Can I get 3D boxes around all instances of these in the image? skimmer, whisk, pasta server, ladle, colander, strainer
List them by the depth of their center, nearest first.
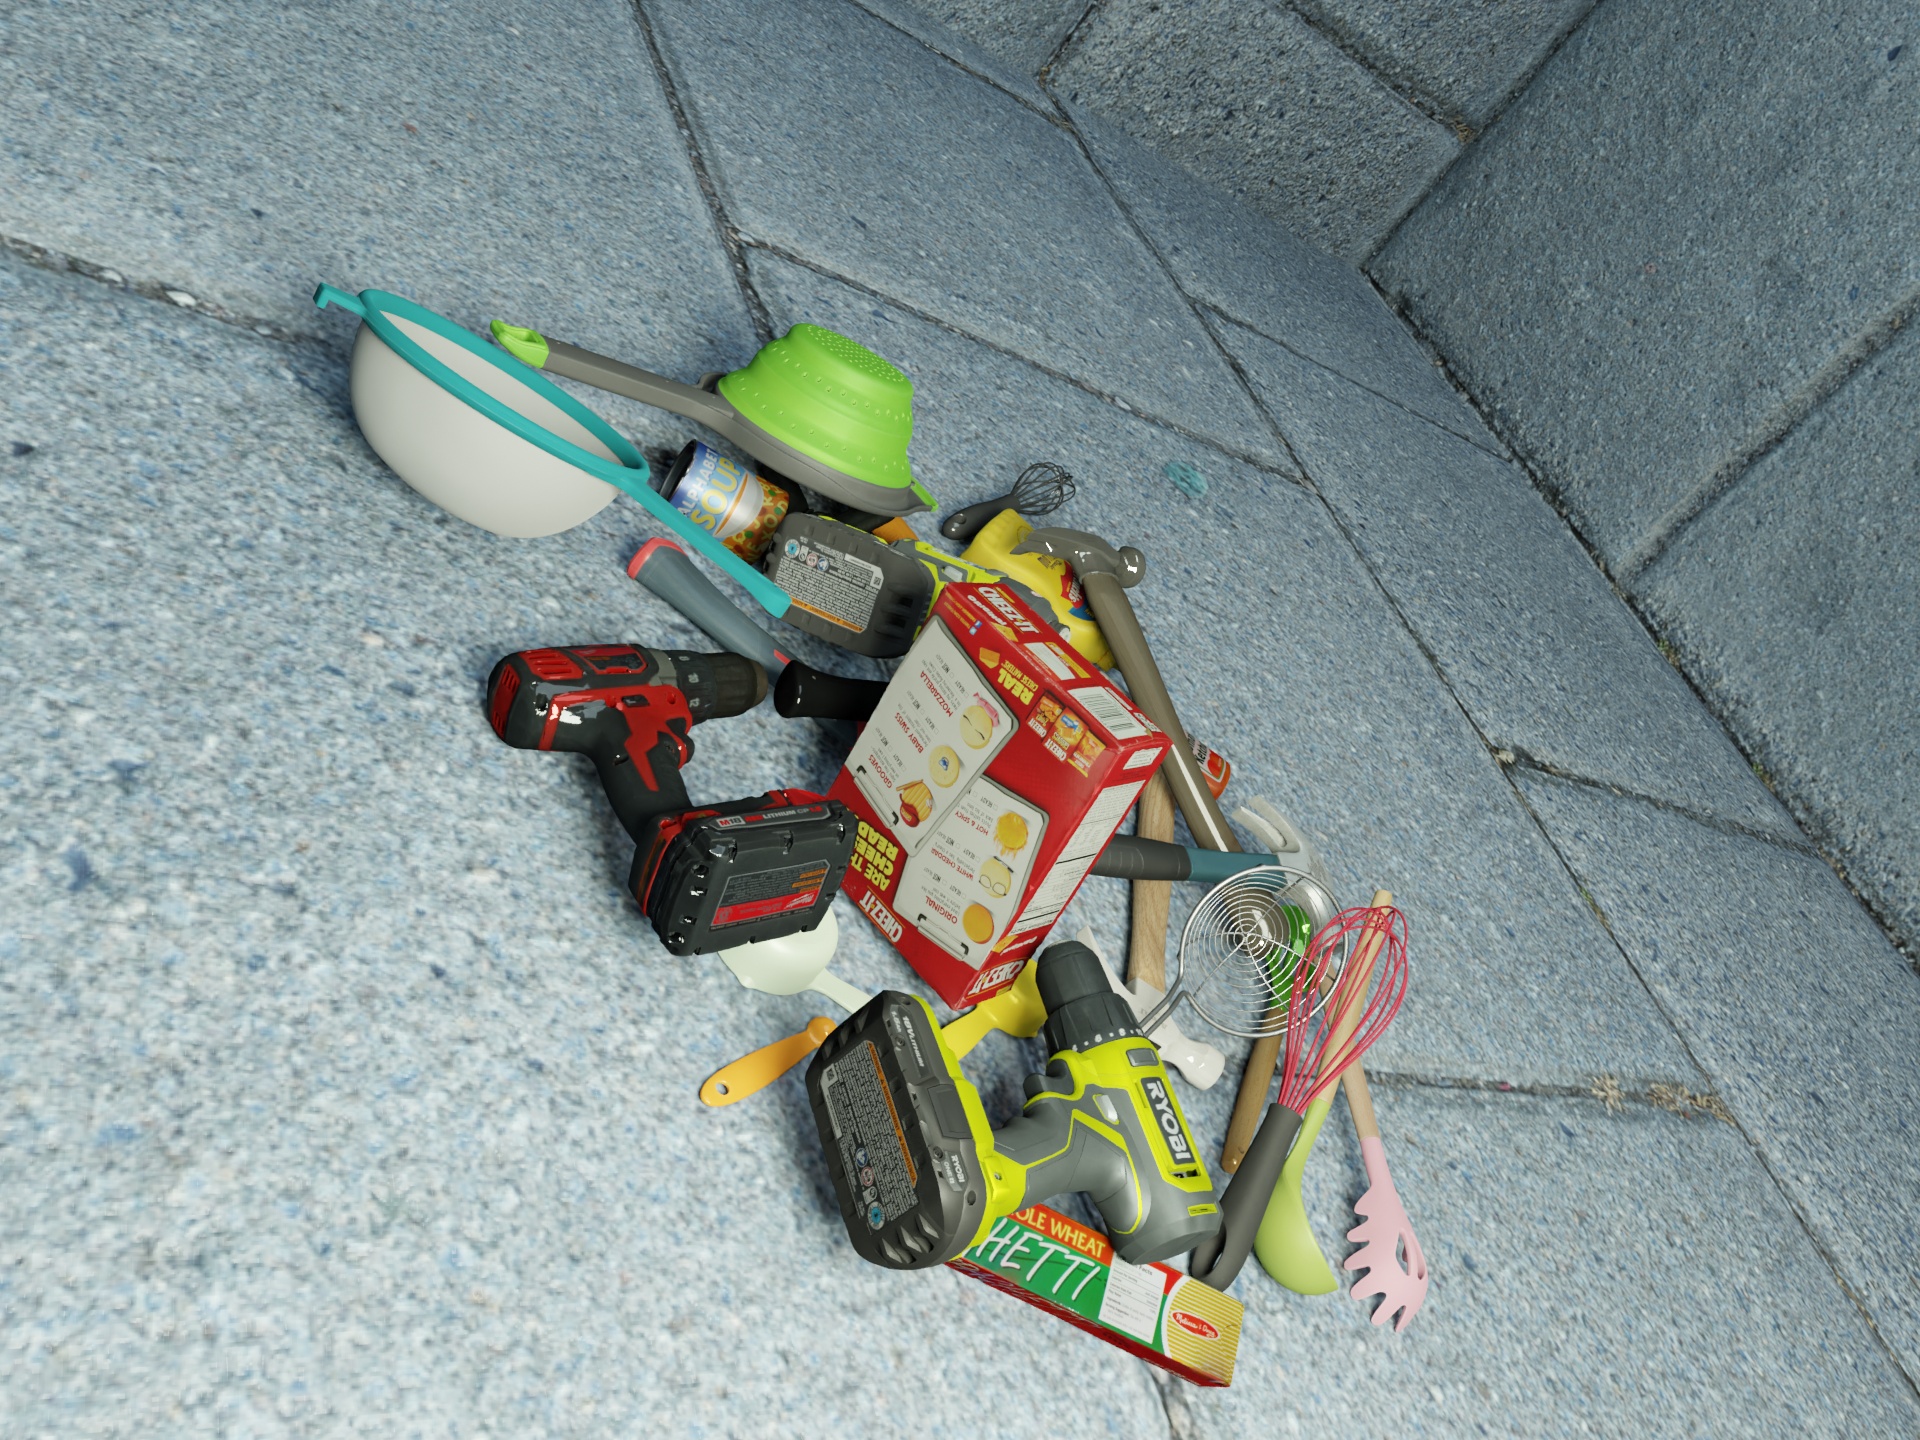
[{"bbox_3d":[0.138,0.208,1.034,0.363,0.090,0.127,-30,109,-48],"label":"skimmer"},{"bbox_3d":[-0.267,-0.146,1.037,0.340,0.095,0.211,37,9,5],"label":"strainer"},{"bbox_3d":[0.222,0.240,1.042,0.073,0.073,0.296,37,65,-8],"label":"whisk"},{"bbox_3d":[0.269,0.246,1.106,0.320,0.062,0.078,-61,138,-36],"label":"ladle"},{"bbox_3d":[0.292,0.293,1.181,0.060,0.040,0.317,26,36,-24],"label":"pasta server"},{"bbox_3d":[-0.165,-0.269,1.234,0.396,0.094,0.205,12,27,-41],"label":"colander"},{"bbox_3d":[0.047,-0.213,1.557,0.055,0.055,0.239,46,35,8],"label":"whisk"}]

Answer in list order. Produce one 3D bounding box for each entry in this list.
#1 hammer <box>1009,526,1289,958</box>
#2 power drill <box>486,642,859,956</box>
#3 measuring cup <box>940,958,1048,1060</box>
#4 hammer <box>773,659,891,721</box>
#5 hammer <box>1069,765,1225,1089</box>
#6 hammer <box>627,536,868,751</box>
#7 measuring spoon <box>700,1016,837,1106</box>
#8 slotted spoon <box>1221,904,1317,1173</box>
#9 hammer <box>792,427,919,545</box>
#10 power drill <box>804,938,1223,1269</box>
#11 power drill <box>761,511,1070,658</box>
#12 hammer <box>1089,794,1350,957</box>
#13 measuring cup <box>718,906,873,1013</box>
[{"bbox_3d":[0.165,0.009,1.332,0.146,0.038,0.411,7,52,-42],"label":"hammer"},{"bbox_3d":[-0.155,0.029,0.952,0.187,0.080,0.227,-6,40,-44],"label":"power drill"},{"bbox_3d":[0.017,0.187,1.015,0.062,0.029,0.156,48,25,11],"label":"measuring cup"},{"bbox_3d":[-0.002,-0.004,1.167,0.334,0.035,0.146,6,43,-47],"label":"hammer"},{"bbox_3d":[0.147,0.135,1.239,0.130,0.031,0.331,34,31,-13],"label":"hammer"},{"bbox_3d":[-0.084,0.010,1.133,0.386,0.038,0.143,39,32,-4],"label":"hammer"},{"bbox_3d":[-0.106,0.192,0.901,0.021,0.011,0.117,50,32,14],"label":"measuring spoon"},{"bbox_3d":[0.235,0.238,1.212,0.070,0.031,0.314,41,32,-1],"label":"slotted spoon"},{"bbox_3d":[-0.040,-0.150,1.388,0.337,0.034,0.127,49,32,13],"label":"hammer"},{"bbox_3d":[0.032,0.208,0.881,0.228,0.080,0.191,9,49,-43],"label":"power drill"},{"bbox_3d":[-0.029,-0.094,1.196,0.171,0.080,0.223,25,13,28],"label":"power drill"},{"bbox_3d":[0.155,0.106,1.186,0.330,0.033,0.128,9,52,-35],"label":"hammer"},{"bbox_3d":[-0.073,0.149,0.965,0.167,0.038,0.083,35,31,-9],"label":"measuring cup"}]
